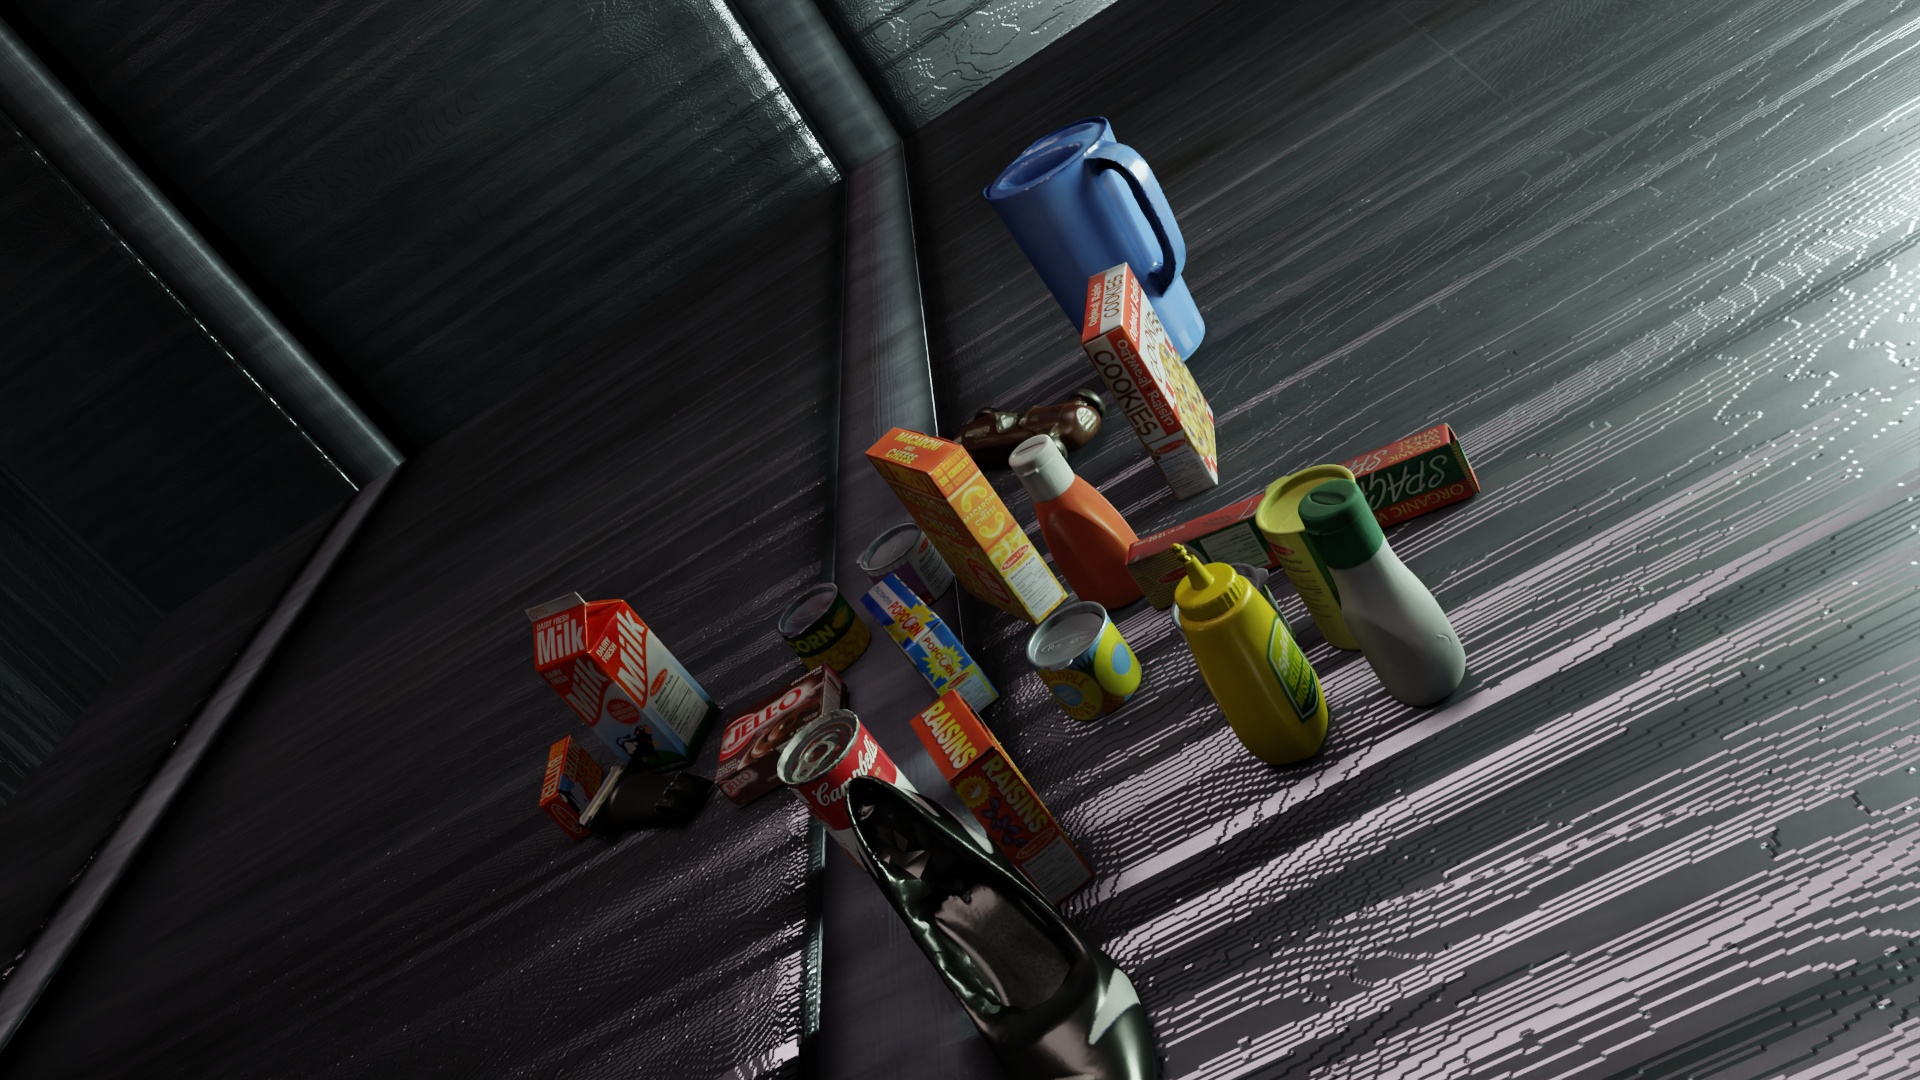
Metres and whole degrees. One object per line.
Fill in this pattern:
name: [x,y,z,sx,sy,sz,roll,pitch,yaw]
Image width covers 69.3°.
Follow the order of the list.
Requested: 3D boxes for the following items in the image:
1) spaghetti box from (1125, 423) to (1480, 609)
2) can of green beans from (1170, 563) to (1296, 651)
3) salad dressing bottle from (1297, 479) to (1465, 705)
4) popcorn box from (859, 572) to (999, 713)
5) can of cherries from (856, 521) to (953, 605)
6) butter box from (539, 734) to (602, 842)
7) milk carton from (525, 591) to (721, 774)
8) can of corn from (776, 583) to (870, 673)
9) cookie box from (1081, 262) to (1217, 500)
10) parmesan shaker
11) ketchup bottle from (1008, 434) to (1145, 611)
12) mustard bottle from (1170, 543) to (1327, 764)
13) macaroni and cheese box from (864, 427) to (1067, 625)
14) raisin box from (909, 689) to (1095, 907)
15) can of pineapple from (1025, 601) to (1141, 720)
spaghetti box: [0.241,-0.014,0.996,0.249,0.050,0.029,-22,28,25]
can of green beans: [0.184,0.058,0.932,0.071,0.057,0.071,-28,26,15]
salad dressing bottle: [0.243,0.031,0.804,0.044,0.147,0.064,-43,26,-15]
popcorn box: [-0.027,0.084,1.111,0.038,0.085,0.127,-39,26,-6]
can of cherries: [-0.051,0.026,1.270,0.071,0.058,0.072,-28,26,15]
butter box: [-0.365,0.232,1.304,0.024,0.053,0.104,-33,26,6]
milk carton: [-0.313,0.123,1.267,0.072,0.190,0.074,-19,30,31]
can of corn: [-0.124,0.084,1.260,0.071,0.058,0.071,-28,26,15]
cookie box: [0.159,-0.134,1.164,0.040,0.167,0.123,-24,28,22]
parmesan shaker: [0.241,0.010,0.893,0.071,0.103,0.071,-28,26,15]
ketchup bottle: [0.090,-0.013,1.062,0.064,0.148,0.044,-21,29,28]
mustard bottle: [0.167,0.062,0.827,0.048,0.159,0.066,-18,31,33]
macaroni and cheese box: [0.004,-0.014,1.147,0.040,0.166,0.124,-42,26,-14]
raisin box: [0.026,0.161,0.871,0.040,0.123,0.086,-37,25,-3]
can of pineapple: [0.088,0.088,0.997,0.071,0.057,0.071,-28,26,15]
